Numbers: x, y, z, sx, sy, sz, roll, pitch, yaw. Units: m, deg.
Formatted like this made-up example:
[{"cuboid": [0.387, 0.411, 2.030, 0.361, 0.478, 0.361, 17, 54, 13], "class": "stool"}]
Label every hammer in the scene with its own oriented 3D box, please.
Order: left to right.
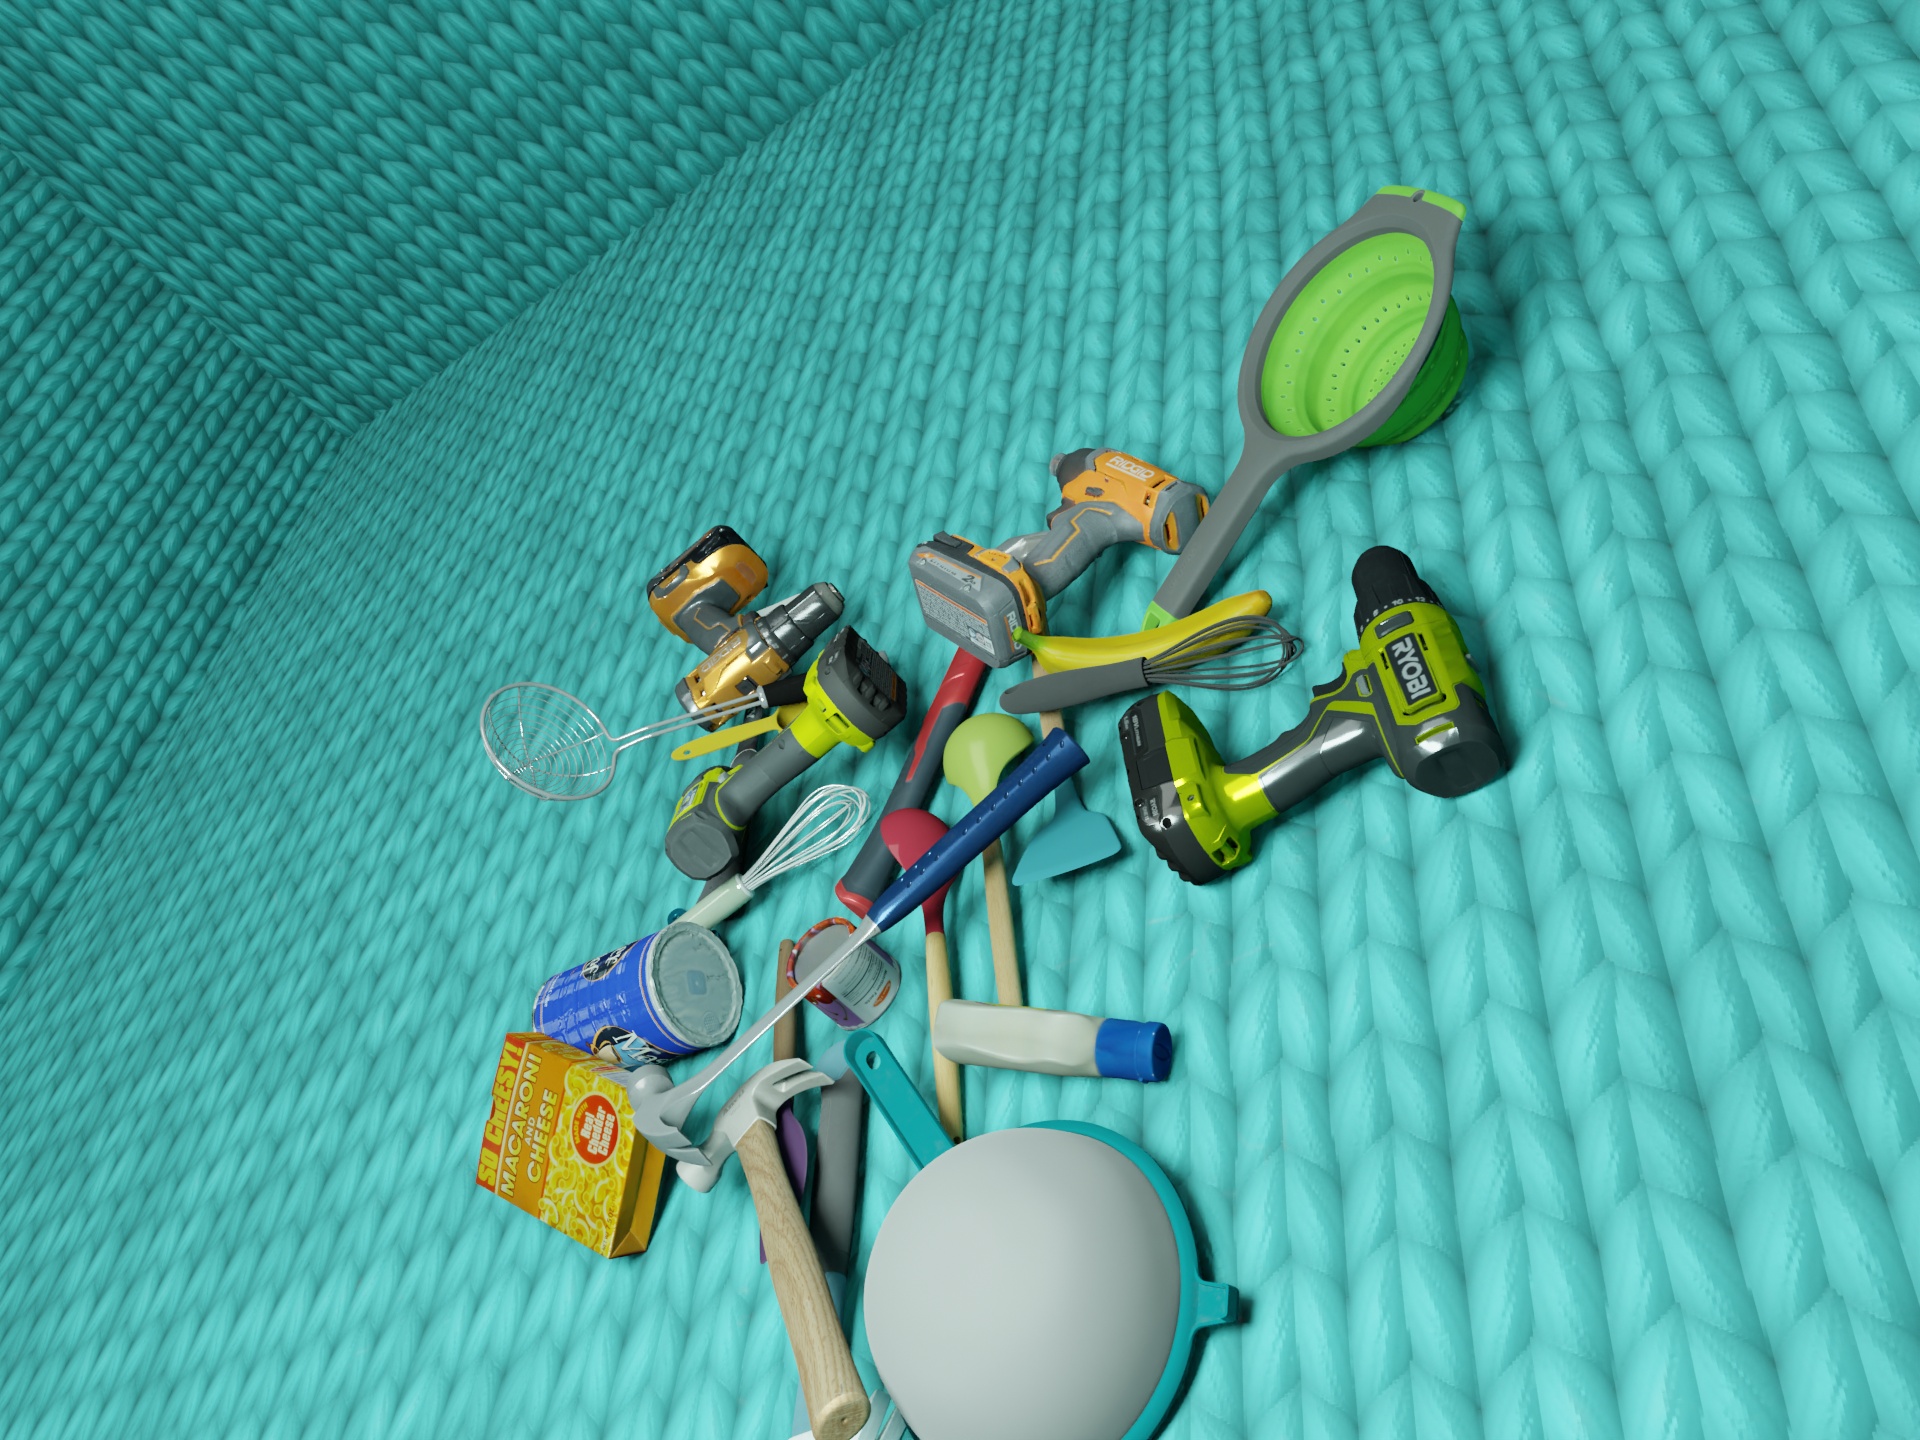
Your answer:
[{"cuboid": [-0.200, 0.025, 1.524, 0.149, 0.036, 0.409, -26, 38, 25], "class": "hammer"}, {"cuboid": [-0.107, 0.318, 0.987, 0.130, 0.031, 0.331, -51, 24, 3], "class": "hammer"}, {"cuboid": [-0.087, 0.353, 1.038, 0.128, 0.033, 0.331, -29, 36, 25], "class": "hammer"}, {"cuboid": [-0.066, 0.152, 1.113, 0.405, 0.035, 0.144, -42, 18, -9], "class": "hammer"}, {"cuboid": [-0.002, -0.004, 1.334, 0.143, 0.038, 0.386, -6, 49, 42], "class": "hammer"}]

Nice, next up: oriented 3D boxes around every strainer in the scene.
[{"cuboid": [-0.010, 0.281, 0.927, 0.211, 0.095, 0.341, -48, 43, 3], "class": "strainer"}]

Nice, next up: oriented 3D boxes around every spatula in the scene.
[{"cuboid": [-0.128, 0.261, 1.166, 0.059, 0.018, 0.316, -52, 22, 21], "class": "spatula"}, {"cuboid": [0.070, 0.001, 1.224, 0.082, 0.044, 0.318, -20, 46, 15], "class": "spatula"}]

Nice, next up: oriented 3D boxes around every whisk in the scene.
[{"cuboid": [-0.176, 0.135, 1.345, 0.246, 0.059, 0.058, -38, 45, 7], "class": "whisk"}, {"cuboid": [0.136, -0.033, 1.173, 0.239, 0.055, 0.055, -12, 44, 26], "class": "whisk"}]

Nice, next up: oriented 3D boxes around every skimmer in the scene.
[{"cuboid": [-0.239, -0.018, 1.424, 0.363, 0.090, 0.127, -17, 59, -9], "class": "skimmer"}]

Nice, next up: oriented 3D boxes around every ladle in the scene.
[{"cuboid": [-0.018, 0.178, 1.145, 0.031, 0.069, 0.316, -55, 29, 37], "class": "ladle"}, {"cuboid": [0.031, 0.116, 1.173, 0.078, 0.062, 0.321, -26, 44, 20], "class": "ladle"}]

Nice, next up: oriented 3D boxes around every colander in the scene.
[{"cuboid": [0.274, -0.209, 1.227, 0.397, 0.094, 0.205, -59, 31, 12], "class": "colander"}]

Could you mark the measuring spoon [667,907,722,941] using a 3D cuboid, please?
[{"cuboid": [-0.235, 0.193, 1.399, 0.042, 0.021, 0.129, -40, 23, -10], "class": "measuring spoon"}]

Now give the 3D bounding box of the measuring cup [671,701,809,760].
[{"cuboid": [-0.188, 0.017, 1.469, 0.156, 0.029, 0.062, -17, 44, -4], "class": "measuring cup"}]

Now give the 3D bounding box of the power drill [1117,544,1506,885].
[{"cuboid": [0.223, -0.005, 1.042, 0.228, 0.080, 0.191, -28, 43, 22], "class": "power drill"}]

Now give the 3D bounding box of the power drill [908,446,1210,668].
[{"cuboid": [0.071, -0.149, 1.307, 0.226, 0.084, 0.164, -34, 43, -21], "class": "power drill"}]

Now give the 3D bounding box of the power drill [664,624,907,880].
[{"cuboid": [-0.153, 0.026, 1.360, 0.223, 0.080, 0.171, -41, 14, 11], "class": "power drill"}]

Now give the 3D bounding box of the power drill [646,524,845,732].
[{"cuboid": [-0.215, -0.109, 1.584, 0.185, 0.084, 0.226, -39, 39, 6], "class": "power drill"}]
